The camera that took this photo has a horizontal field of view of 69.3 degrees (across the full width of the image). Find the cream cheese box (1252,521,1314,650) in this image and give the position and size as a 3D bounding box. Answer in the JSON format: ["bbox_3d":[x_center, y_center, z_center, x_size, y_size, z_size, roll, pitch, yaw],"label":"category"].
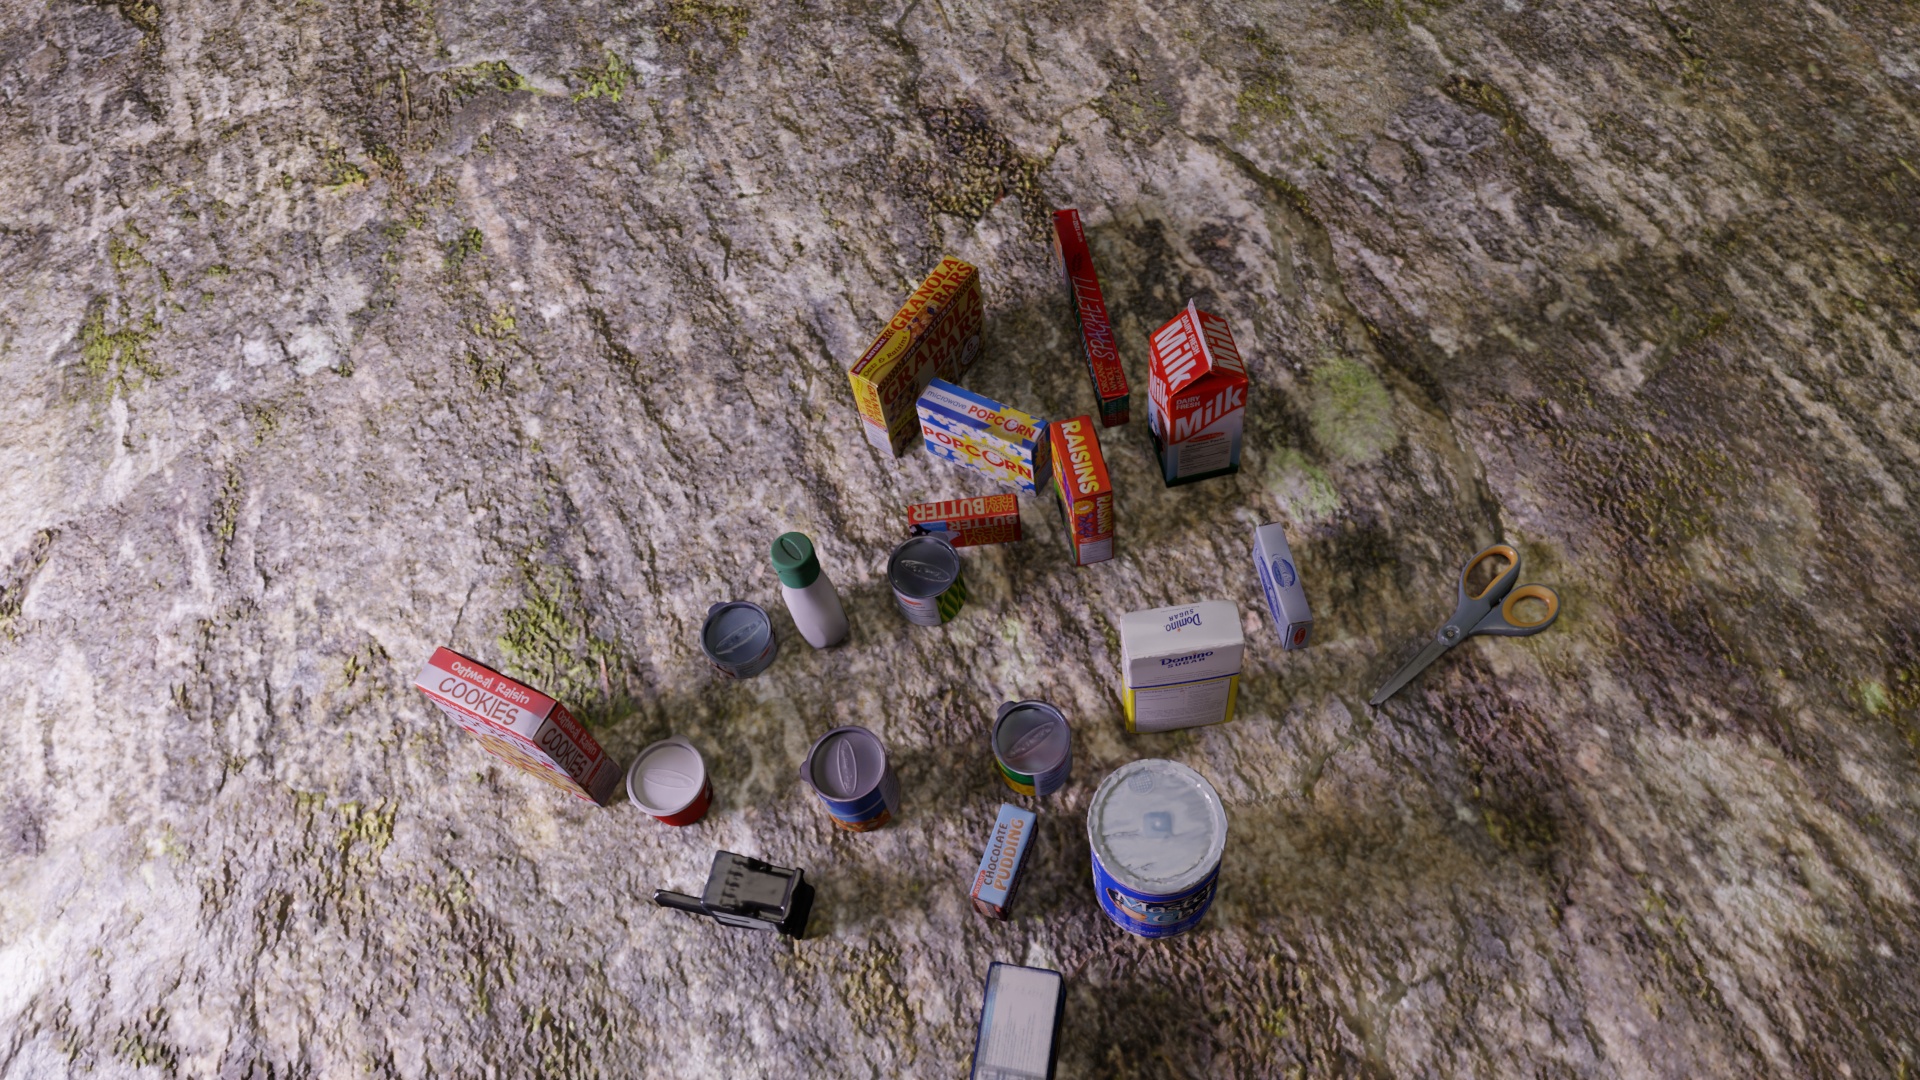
[{"bbox_3d":[0.285,0.040,1.231,0.024,0.053,0.104,-11,59,0],"label":"cream cheese box"}]

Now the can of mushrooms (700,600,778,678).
[{"bbox_3d":[-0.203,0.089,1.271,0.071,0.033,0.071,-3,60,5],"label":"can of mushrooms"}]

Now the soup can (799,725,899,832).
[{"bbox_3d":[-0.091,0.201,1.164,0.071,0.083,0.071,-3,60,5],"label":"soup can"}]

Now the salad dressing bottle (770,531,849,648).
[{"bbox_3d":[-0.134,0.044,1.223,0.044,0.147,0.064,-38,63,-14],"label":"salad dressing bottle"}]

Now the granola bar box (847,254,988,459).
[{"bbox_3d":[-0.039,-0.179,1.355,0.039,0.123,0.166,29,67,21],"label":"granola bar box"}]

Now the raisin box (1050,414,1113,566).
[{"bbox_3d":[0.111,-0.044,1.259,0.040,0.123,0.086,-13,60,0],"label":"raisin box"}]

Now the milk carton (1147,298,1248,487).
[{"bbox_3d":[0.214,-0.133,1.261,0.073,0.189,0.072,-12,60,0],"label":"milk carton"}]

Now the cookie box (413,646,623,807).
[{"bbox_3d":[-0.369,0.159,1.172,0.123,0.166,0.040,21,65,17],"label":"cookie box"}]

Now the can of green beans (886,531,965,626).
[{"bbox_3d":[-0.030,0.037,1.267,0.071,0.057,0.071,-3,60,5],"label":"can of green beans"}]

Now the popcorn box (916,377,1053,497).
[{"bbox_3d":[0.024,-0.099,1.324,0.127,0.085,0.038,24,66,19],"label":"popcorn box"}]

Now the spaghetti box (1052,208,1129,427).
[{"bbox_3d":[0.131,-0.228,1.407,0.029,0.050,0.251,-11,59,0],"label":"spaghetti box"}]

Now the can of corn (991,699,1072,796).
[{"bbox_3d":[0.060,0.175,1.176,0.071,0.058,0.071,-3,60,5],"label":"can of corn"}]

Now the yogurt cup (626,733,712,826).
[{"bbox_3d":[-0.246,0.211,1.193,0.072,0.053,0.073,-3,60,5],"label":"yogurt cup"}]

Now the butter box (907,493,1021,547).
[{"bbox_3d":[0.005,-0.016,1.297,0.103,0.053,0.024,-7,60,3],"label":"butter box"}]

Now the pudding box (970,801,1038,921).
[{"bbox_3d":[0.036,0.262,1.133,0.030,0.049,0.084,16,63,15],"label":"pudding box"}]
